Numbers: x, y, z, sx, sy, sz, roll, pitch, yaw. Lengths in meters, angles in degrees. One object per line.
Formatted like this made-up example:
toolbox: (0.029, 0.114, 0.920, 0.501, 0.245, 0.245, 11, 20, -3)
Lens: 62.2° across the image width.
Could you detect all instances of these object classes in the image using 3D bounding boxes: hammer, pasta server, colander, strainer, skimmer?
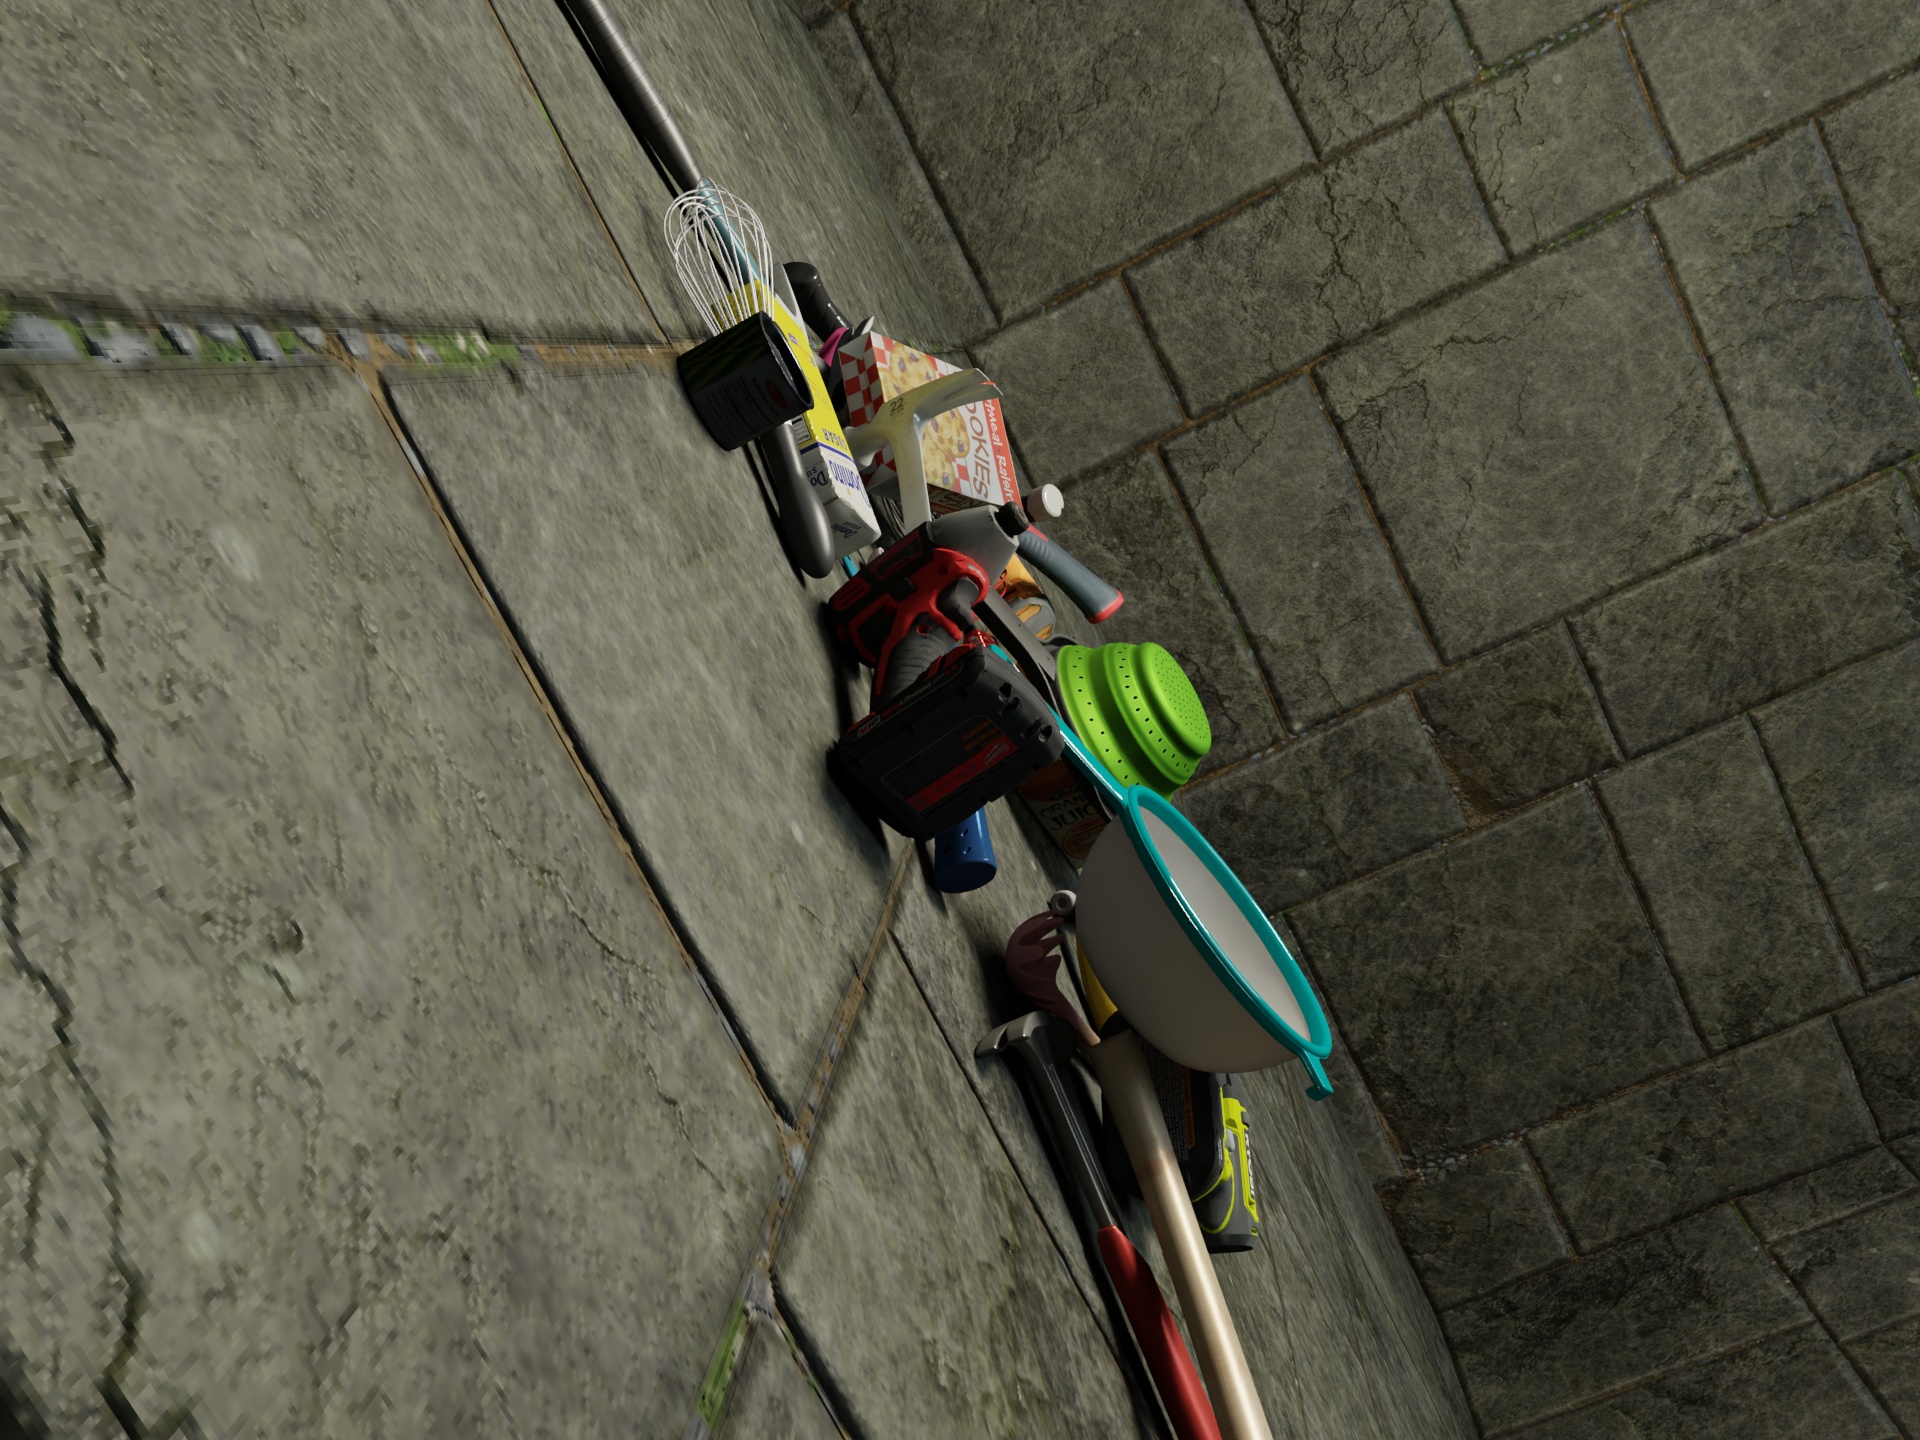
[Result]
hammer: (-0.057, -0.283, 1.444, 0.334, 0.146, 0.035, 45, 50, -32)
hammer: (0.105, 0.340, 0.917, 0.359, 0.036, 0.149, 67, 10, 13)
pasta server: (0.095, 0.227, 1.138, 0.315, 0.040, 0.060, 56, 34, -48)
colander: (0.107, -0.054, 1.362, 0.396, 0.094, 0.205, 47, 26, -29)
hammer: (0.024, -0.200, 1.410, 0.385, 0.038, 0.143, 32, 50, -43)
hammer: (-0.201, -0.402, 1.157, 0.330, 0.033, 0.128, 59, 12, -31)
hammer: (-0.016, -0.073, 1.074, 0.035, 0.144, 0.406, 35, 37, -46)
strainer: (0.099, 0.104, 1.023, 0.340, 0.095, 0.211, 49, 14, -8)
skimmer: (0.136, 0.187, 1.474, 0.127, 0.090, 0.363, 63, 19, 18)
hammer: (0.145, 0.352, 0.882, 0.146, 0.038, 0.411, 57, 12, -43)

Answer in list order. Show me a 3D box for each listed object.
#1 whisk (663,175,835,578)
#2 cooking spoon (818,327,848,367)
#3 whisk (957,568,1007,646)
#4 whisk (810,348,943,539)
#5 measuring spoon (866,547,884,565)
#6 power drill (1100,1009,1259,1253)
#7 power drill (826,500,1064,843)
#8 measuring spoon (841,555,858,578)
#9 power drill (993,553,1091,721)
whisk: (-0.131, -0.223, 1.028, 0.070, 0.070, 0.285, 27, 44, -74)
cooking spoon: (-0.056, -0.223, 1.441, 0.017, 0.069, 0.318, 19, -28, 35)
whisk: (-0.002, -0.093, 1.372, 0.073, 0.073, 0.296, 61, 17, -18)
whisk: (-0.073, -0.229, 1.367, 0.238, 0.055, 0.055, 51, 16, -38)
measuring spoon: (-0.047, -0.071, 1.213, 0.034, 0.018, 0.124, -59, 130, -80)
power drill: (0.168, 0.291, 1.171, 0.223, 0.080, 0.171, 51, 33, -59)
power drill: (-0.010, -0.044, 0.951, 0.078, 0.143, 0.220, 45, 21, -31)
measuring spoon: (-0.053, -0.079, 1.158, 0.128, 0.021, 0.042, 62, 11, -14)
power drill: (0.065, -0.096, 1.613, 0.226, 0.084, 0.186, 54, 3, -45)
